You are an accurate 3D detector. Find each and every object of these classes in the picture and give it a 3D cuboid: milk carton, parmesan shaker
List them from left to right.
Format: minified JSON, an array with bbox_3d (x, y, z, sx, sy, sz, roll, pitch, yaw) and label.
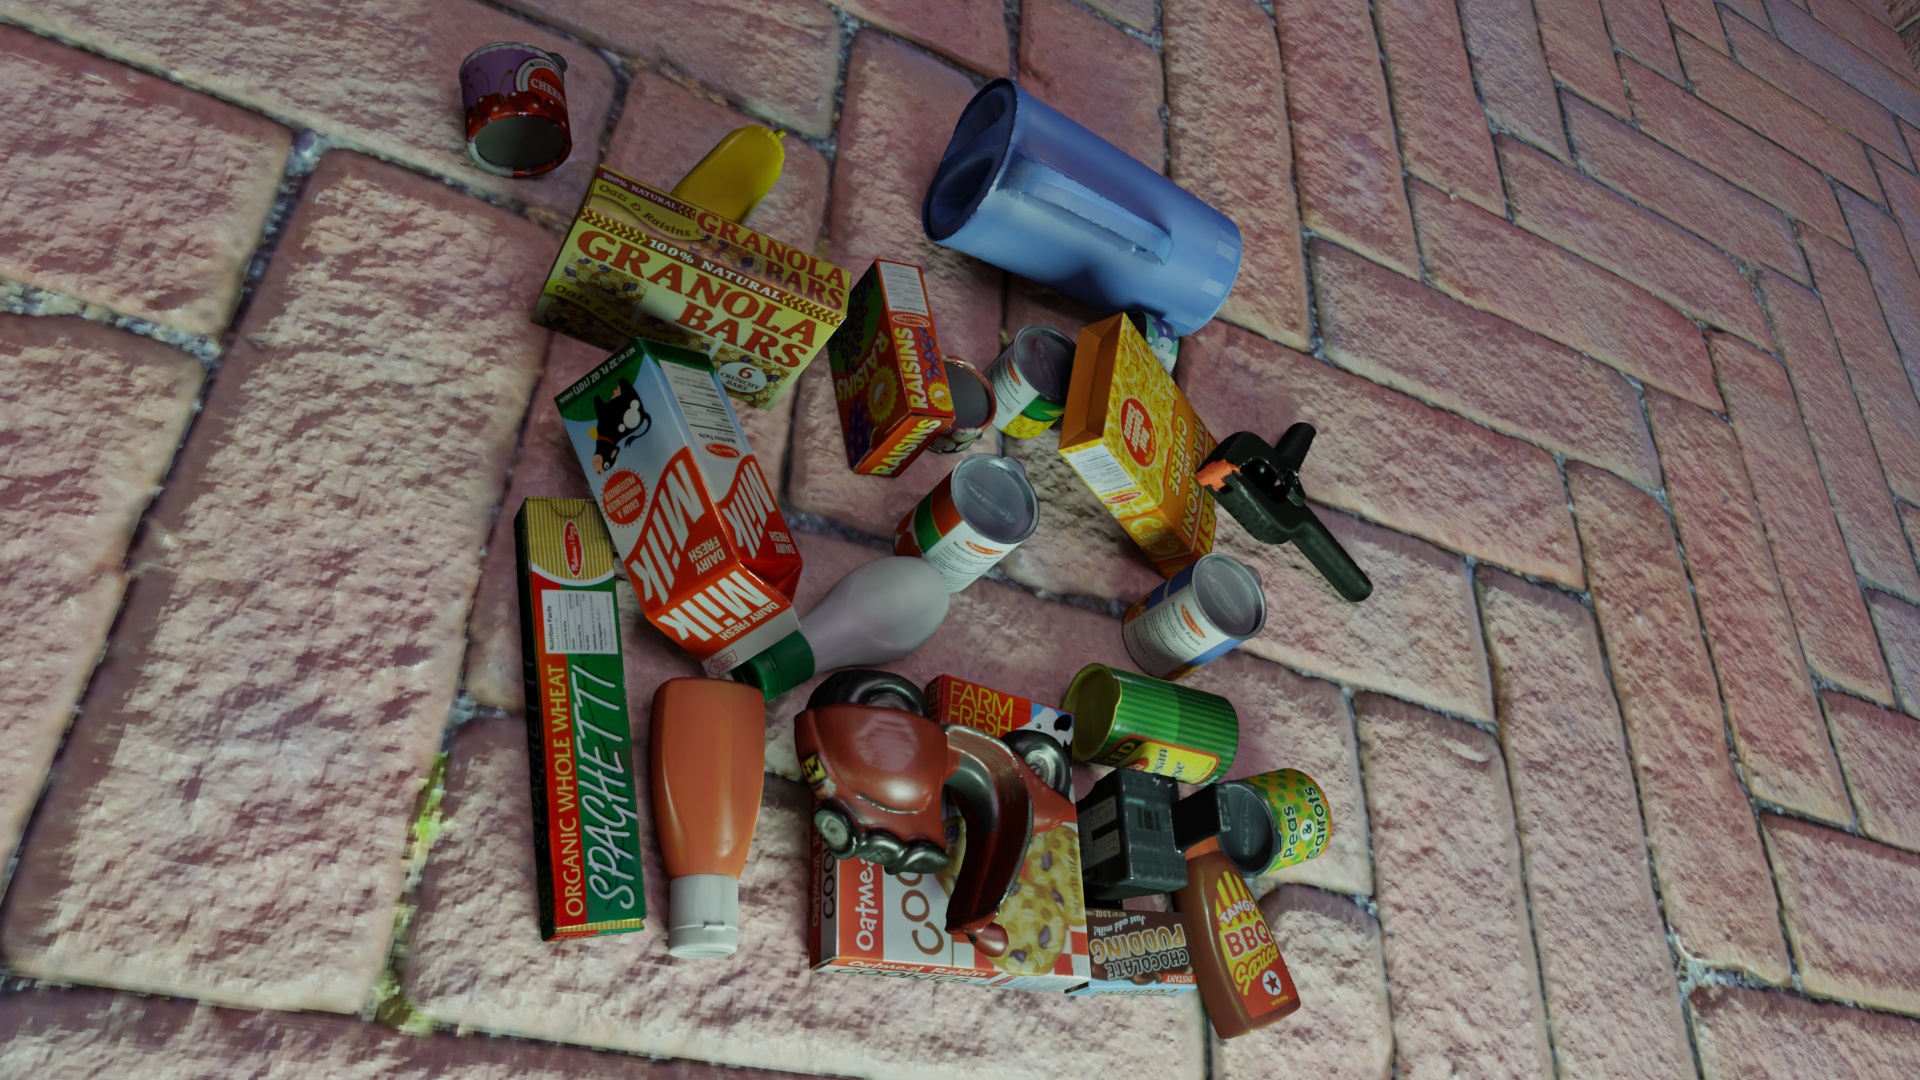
[{"bbox_3d":[-0.158,-0.017,0.818,0.191,0.072,0.073,63,21,13],"label":"milk carton"},{"bbox_3d":[0.129,0.125,0.936,0.103,0.071,0.071,16,57,-25],"label":"parmesan shaker"}]

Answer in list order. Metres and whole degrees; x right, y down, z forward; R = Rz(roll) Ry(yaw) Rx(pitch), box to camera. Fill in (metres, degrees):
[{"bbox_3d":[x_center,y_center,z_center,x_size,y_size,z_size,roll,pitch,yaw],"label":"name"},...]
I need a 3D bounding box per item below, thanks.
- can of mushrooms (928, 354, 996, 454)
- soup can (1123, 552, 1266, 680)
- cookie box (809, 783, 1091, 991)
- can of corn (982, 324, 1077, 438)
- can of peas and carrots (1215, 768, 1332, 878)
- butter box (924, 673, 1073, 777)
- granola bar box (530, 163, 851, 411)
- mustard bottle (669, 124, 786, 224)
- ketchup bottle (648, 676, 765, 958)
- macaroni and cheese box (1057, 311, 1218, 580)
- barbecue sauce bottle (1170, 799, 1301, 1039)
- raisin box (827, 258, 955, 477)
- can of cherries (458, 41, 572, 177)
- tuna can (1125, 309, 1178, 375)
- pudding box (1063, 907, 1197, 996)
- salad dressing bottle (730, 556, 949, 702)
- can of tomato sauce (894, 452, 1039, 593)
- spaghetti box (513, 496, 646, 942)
[{"bbox_3d":[-0.007,-0.098,1.002,0.071,0.033,0.071,16,56,-24],"label":"can of mushrooms"},{"bbox_3d":[0.168,0.054,0.993,0.071,0.083,0.071,16,57,-25],"label":"soup can"},{"bbox_3d":[-0.007,0.197,0.828,0.167,0.040,0.123,14,56,-26],"label":"cookie box"},{"bbox_3d":[0.056,-0.117,1.036,0.071,0.058,0.071,16,57,-25],"label":"can of corn"},{"bbox_3d":[0.213,0.193,0.951,0.059,0.070,0.071,-5,67,-35],"label":"can of peas and carrots"},{"bbox_3d":[0.025,0.126,0.899,0.103,0.024,0.053,19,56,-22],"label":"butter box"},{"bbox_3d":[-0.169,-0.153,0.871,0.165,0.123,0.039,20,56,-22],"label":"granola bar box"},{"bbox_3d":[-0.161,-0.252,0.975,0.049,0.065,0.161,40,44,-14],"label":"mustard bottle"},{"bbox_3d":[-0.140,0.151,0.767,0.065,0.043,0.149,11,59,-26],"label":"ketchup bottle"},{"bbox_3d":[0.138,-0.067,1.027,0.166,0.040,0.124,45,44,-38],"label":"macaroni and cheese box"},{"bbox_3d":[0.168,0.244,0.910,0.065,0.043,0.149,-5,66,-41],"label":"barbecue sauce bottle"},{"bbox_3d":[-0.050,-0.117,0.950,0.040,0.085,0.124,3,63,-33],"label":"raisin box"},{"bbox_3d":[-0.287,-0.280,0.903,0.071,0.071,0.058,2,64,-32],"label":"can of cherries"},{"bbox_3d":[0.141,-0.149,1.105,0.033,0.070,0.071,18,56,-24],"label":"tuna can"},{"bbox_3d":[0.104,0.259,0.870,0.084,0.030,0.050,11,60,-27],"label":"pudding box"},{"bbox_3d":[-0.074,0.056,0.865,0.148,0.043,0.064,-25,81,-38],"label":"salad dressing bottle"},{"bbox_3d":[0.003,-0.012,0.926,0.071,0.082,0.071,16,57,-25],"label":"can of tomato sauce"},{"bbox_3d":[-0.211,0.093,0.764,0.050,0.028,0.251,4,62,-31],"label":"spaghetti box"}]
